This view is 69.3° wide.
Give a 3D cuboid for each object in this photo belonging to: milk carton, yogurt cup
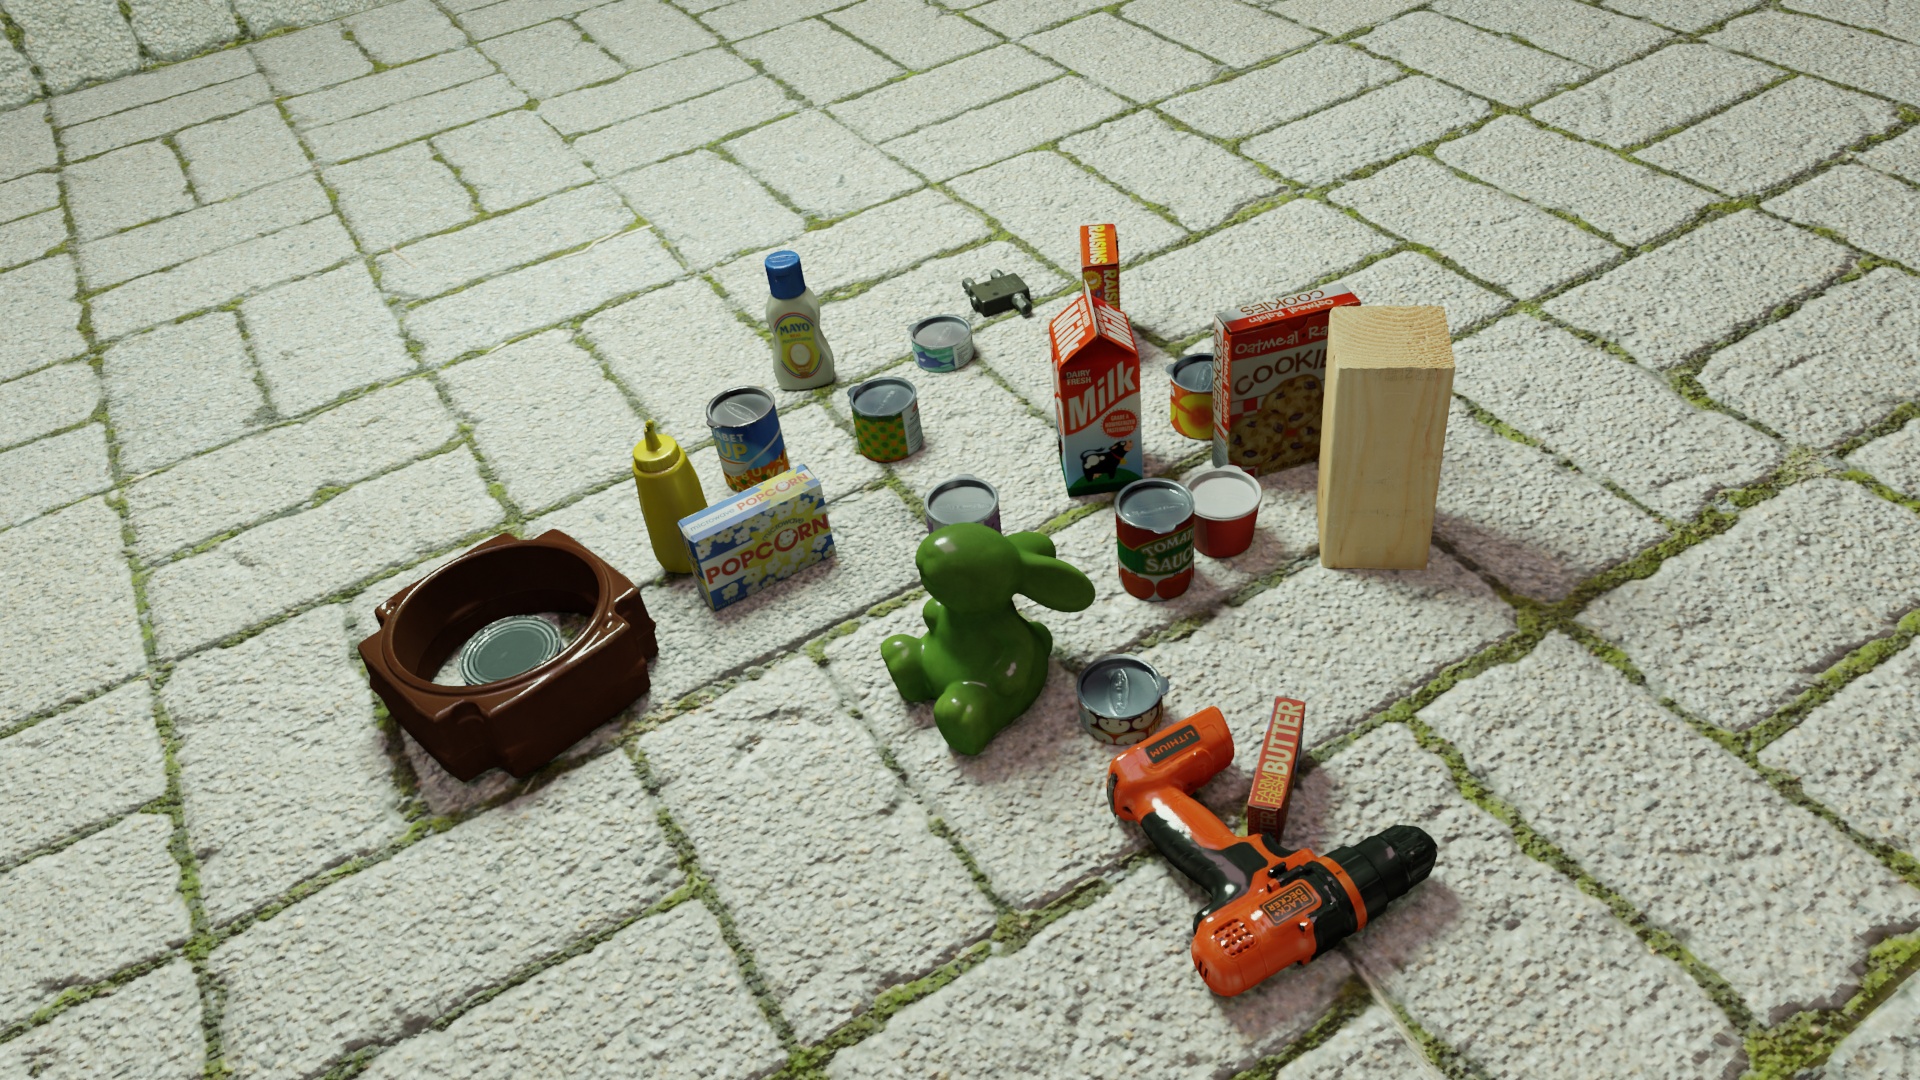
[{"bbox_3d":[0.122,-0.136,1.252,0.073,0.189,0.073,-8,41,1],"label":"milk carton"},{"bbox_3d":[0.227,-0.022,1.208,0.072,0.053,0.073,-5,41,4],"label":"yogurt cup"}]

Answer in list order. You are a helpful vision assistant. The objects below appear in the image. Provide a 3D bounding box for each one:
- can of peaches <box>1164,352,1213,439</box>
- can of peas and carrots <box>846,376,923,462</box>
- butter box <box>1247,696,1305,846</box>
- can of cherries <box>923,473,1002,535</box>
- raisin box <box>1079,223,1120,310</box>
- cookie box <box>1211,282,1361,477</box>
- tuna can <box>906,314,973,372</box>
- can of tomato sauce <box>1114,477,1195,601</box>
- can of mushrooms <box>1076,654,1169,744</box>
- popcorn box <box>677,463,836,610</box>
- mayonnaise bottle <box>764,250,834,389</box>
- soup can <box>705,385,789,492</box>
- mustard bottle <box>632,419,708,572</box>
[{"bbox_3d":[0.233,-0.139,1.339,0.071,0.057,0.071,-5,41,4],"label":"can of peaches"},{"bbox_3d":[-0.074,-0.119,1.364,0.071,0.058,0.071,-5,41,4],"label":"can of peas and carrots"},{"bbox_3d":[0.226,0.167,0.991,0.024,0.052,0.104,9,43,19],"label":"butter box"},{"bbox_3d":[0.004,-0.015,1.232,0.071,0.058,0.072,-5,41,4],"label":"can of cherries"},{"bbox_3d":[0.145,-0.252,1.433,0.040,0.122,0.086,-3,41,6],"label":"raisin box"},{"bbox_3d":[0.290,-0.138,1.245,0.123,0.166,0.040,-15,41,-8],"label":"cookie box"},{"bbox_3d":[-0.022,-0.211,1.481,0.071,0.032,0.071,-5,41,4],"label":"tuna can"},{"bbox_3d":[0.165,0.001,1.169,0.071,0.082,0.071,-5,41,4],"label":"can of tomato sauce"},{"bbox_3d":[0.126,0.123,1.072,0.071,0.033,0.071,-5,41,4],"label":"can of mushrooms"},{"bbox_3d":[-0.178,-0.003,1.226,0.127,0.084,0.038,-27,44,-21],"label":"popcorn box"},{"bbox_3d":[-0.171,-0.226,1.435,0.065,0.147,0.041,-8,41,0],"label":"mayonnaise bottle"},{"bbox_3d":[-0.206,-0.096,1.339,0.071,0.083,0.072,-5,41,4],"label":"soup can"},{"bbox_3d":[-0.259,-0.045,1.230,0.049,0.159,0.066,-2,41,7],"label":"mustard bottle"}]
